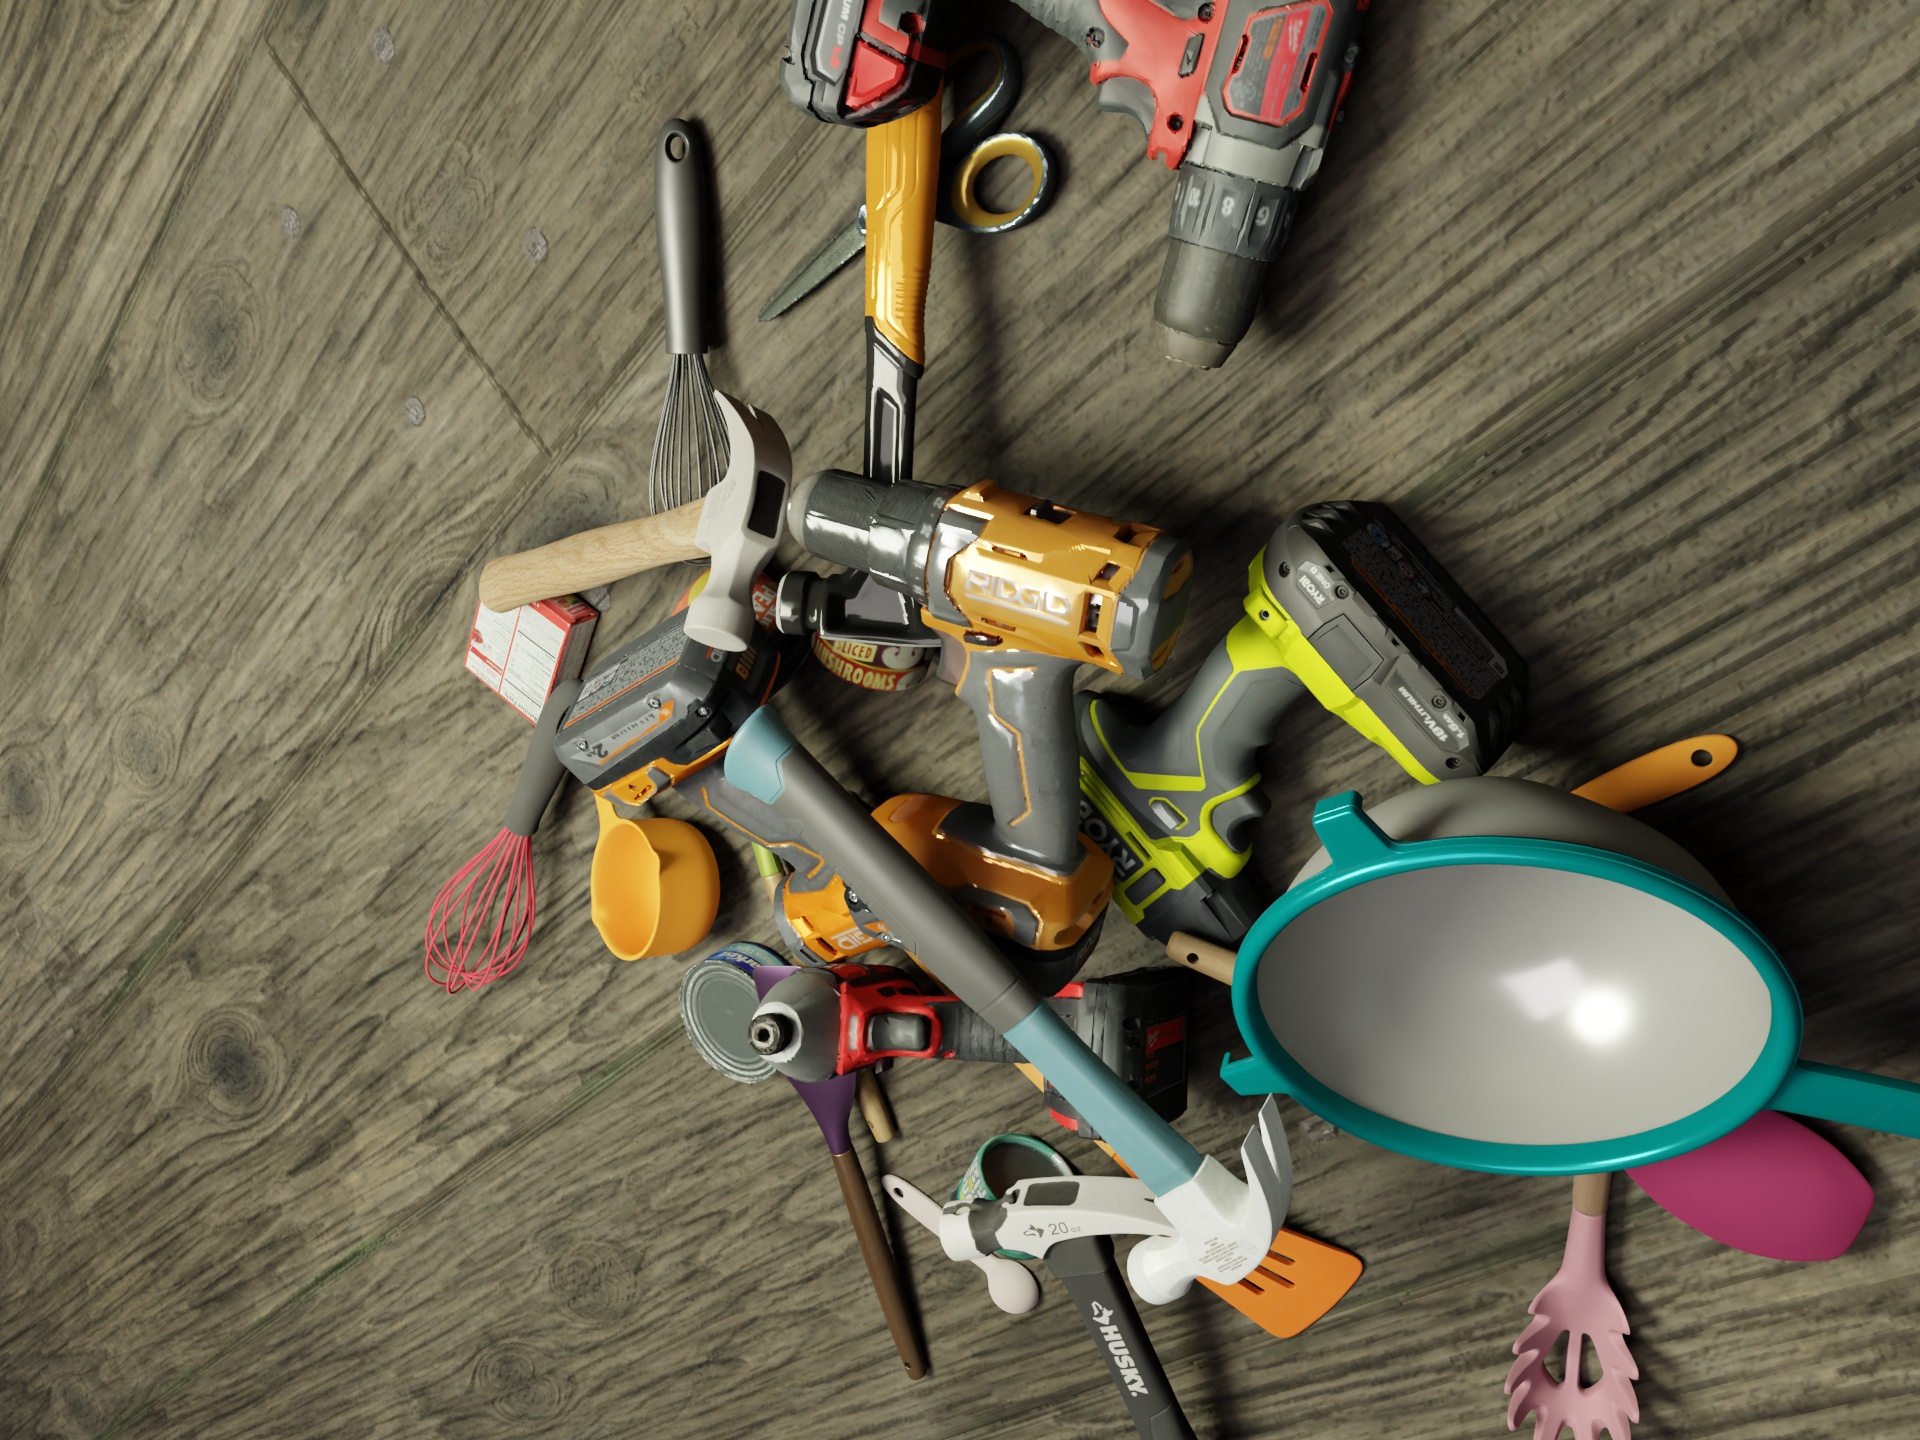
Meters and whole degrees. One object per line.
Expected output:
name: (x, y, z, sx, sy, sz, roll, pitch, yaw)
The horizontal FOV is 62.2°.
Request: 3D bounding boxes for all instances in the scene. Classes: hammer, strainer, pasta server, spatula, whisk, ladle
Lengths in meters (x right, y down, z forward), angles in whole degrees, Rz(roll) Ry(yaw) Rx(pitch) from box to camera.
hammer: (0.017, 0.123, 0.710, 0.331, 0.033, 0.128, 45, 133, 0)
strainer: (0.285, 0.105, 0.647, 0.340, 0.095, 0.210, 12, 136, 6)
pasta server: (0.294, 0.207, 0.738, 0.060, 0.040, 0.316, 5, 110, 21)
spatula: (0.078, 0.220, 0.899, 0.323, 0.041, 0.081, 43, 125, 18)
whisk: (-0.301, 0.083, 1.072, 0.073, 0.073, 0.295, 40, 124, 14)
whisk: (-0.147, -0.203, 0.872, 0.055, 0.055, 0.239, 9, 108, 31)
hammer: (0.117, 0.393, 0.895, 0.146, 0.035, 0.334, -16, 110, 23)
hammer: (-0.186, -0.092, 0.854, 0.331, 0.031, 0.130, -3, 69, 53)
spatula: (-0.066, 0.291, 1.004, 0.060, 0.018, 0.315, -3, 113, 30)
hammer: (-0.023, -0.202, 0.752, 0.127, 0.034, 0.336, 5, 102, 14)
ladle: (-0.114, 0.122, 0.969, 0.078, 0.062, 0.320, -6, 109, 57)

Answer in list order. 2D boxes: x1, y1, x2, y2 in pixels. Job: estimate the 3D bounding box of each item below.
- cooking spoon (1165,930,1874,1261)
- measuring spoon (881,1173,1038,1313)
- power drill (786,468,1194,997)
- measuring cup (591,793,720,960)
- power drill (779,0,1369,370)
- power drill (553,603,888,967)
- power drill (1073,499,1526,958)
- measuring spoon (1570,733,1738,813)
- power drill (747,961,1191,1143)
cooking spoon: (0.244, 0.163, 0.724, 0.319, 0.017, 0.068, 21, 111, 15)
measuring spoon: (-0.005, 0.329, 0.997, 0.124, 0.018, 0.034, 35, 124, 19)
power drill: (-0.001, -0.002, 0.734, 0.185, 0.084, 0.226, 18, 120, 19)
measuring cup: (-0.201, 0.067, 1.017, 0.095, 0.052, 0.174, -40, 59, 42)
power drill: (0.045, -0.263, 0.666, 0.227, 0.080, 0.187, 17, 112, 7)
power drill: (-0.084, 0.039, 0.855, 0.164, 0.084, 0.226, -26, 123, 35)
power drill: (0.143, 0.019, 0.745, 0.171, 0.080, 0.223, 50, 131, 7)
measuring spoon: (0.282, 0.035, 0.694, 0.117, 0.011, 0.021, -32, 89, 38)
power drill: (0.001, 0.165, 0.836, 0.220, 0.143, 0.078, 1, 85, 24)
